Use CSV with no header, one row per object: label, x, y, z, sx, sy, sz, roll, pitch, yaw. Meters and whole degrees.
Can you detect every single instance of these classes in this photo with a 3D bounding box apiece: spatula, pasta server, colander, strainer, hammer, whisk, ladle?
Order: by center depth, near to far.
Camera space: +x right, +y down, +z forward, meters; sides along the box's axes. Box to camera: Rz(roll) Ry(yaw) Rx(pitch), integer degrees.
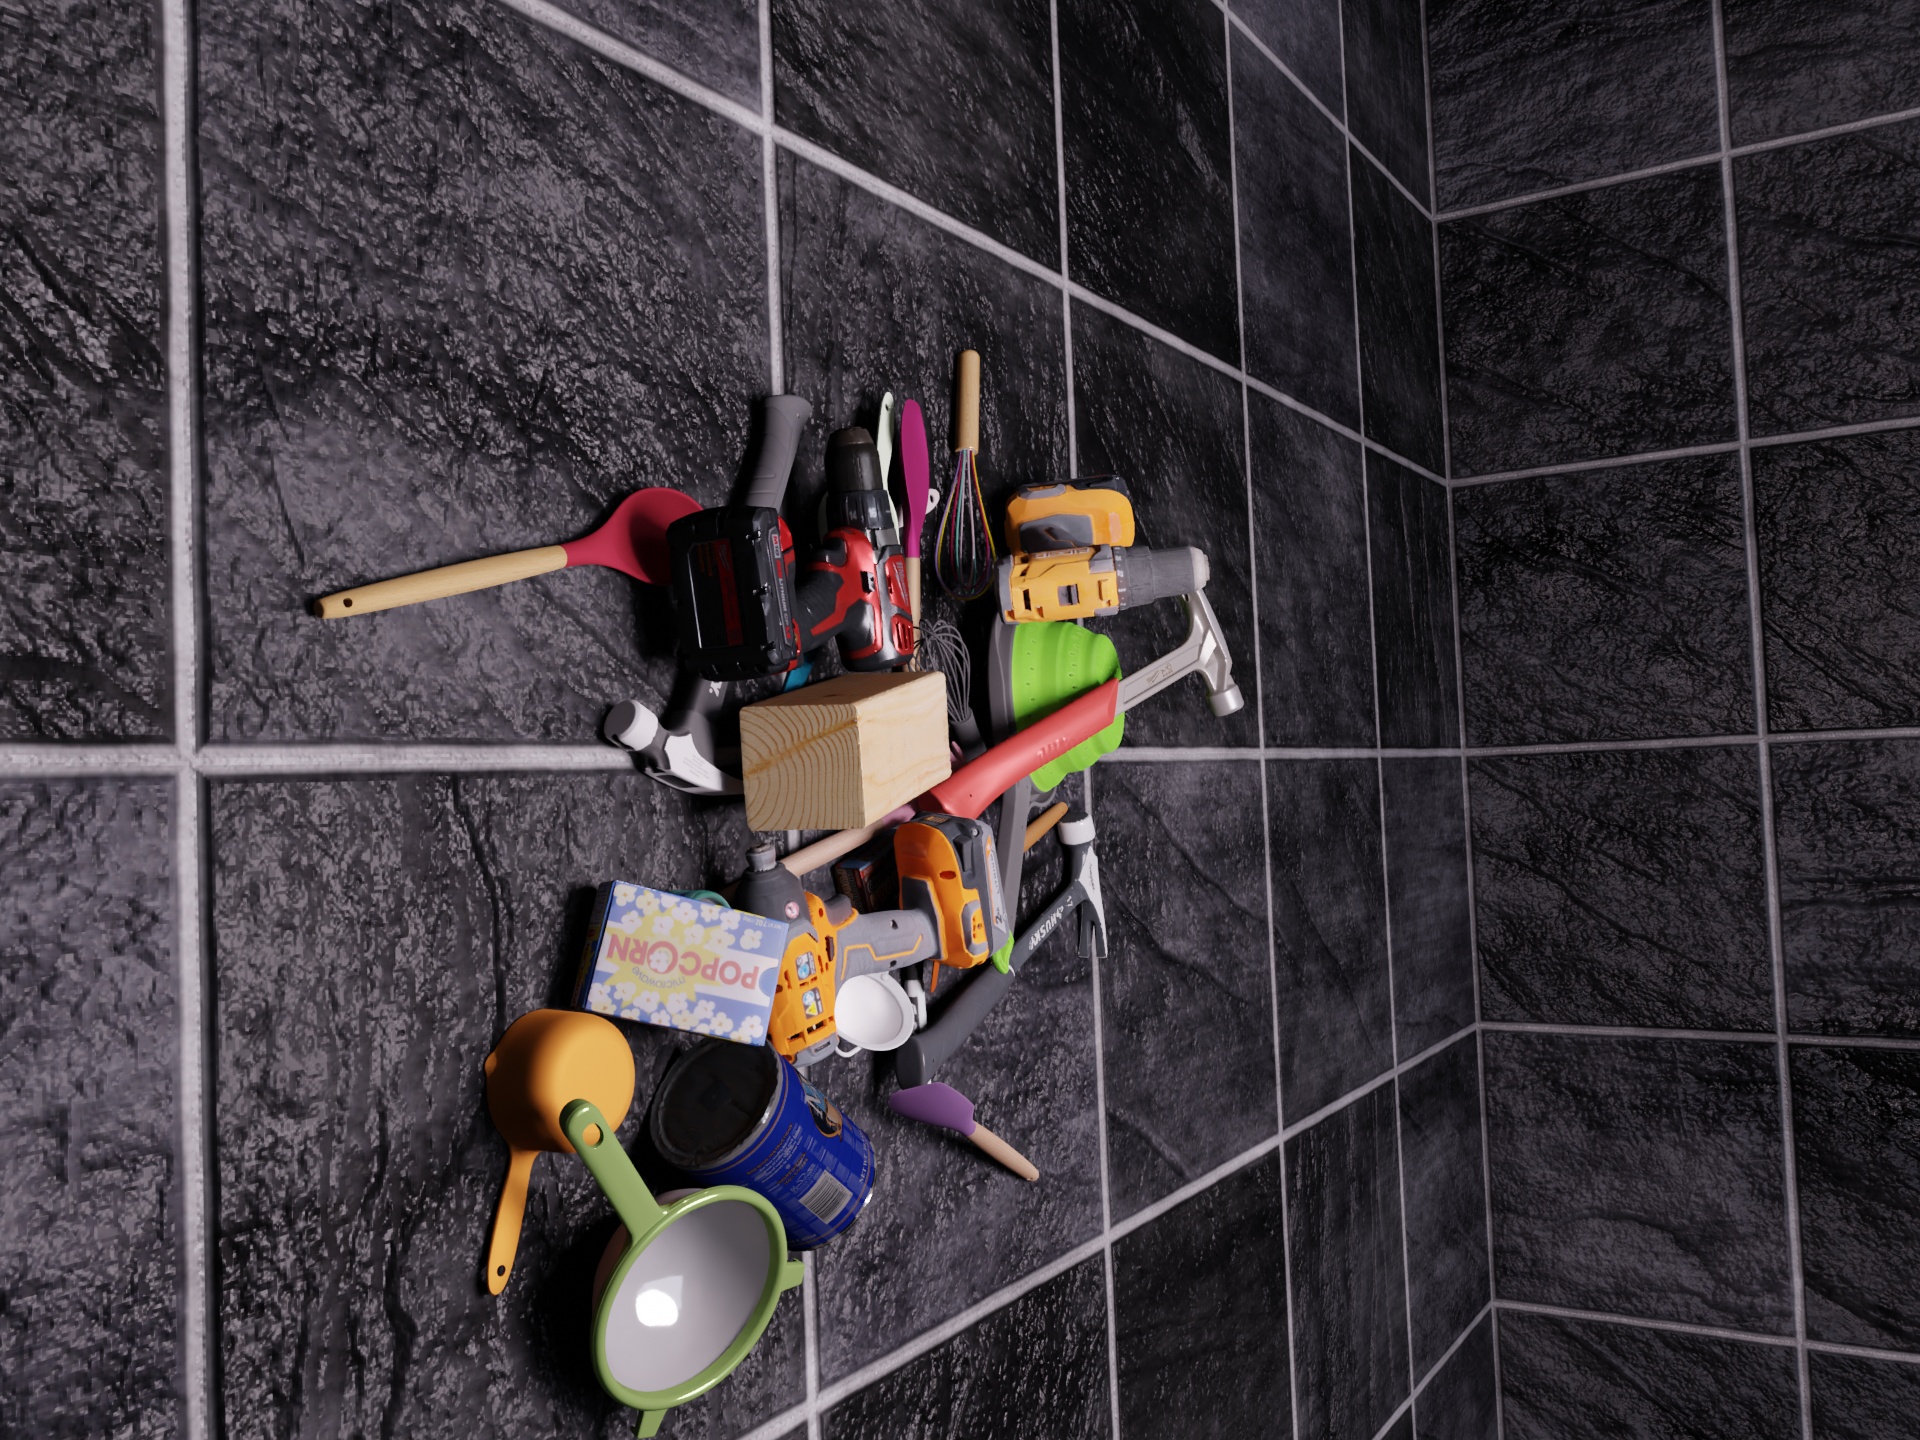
ladle,-0.273,-0.099,1.011,0.315,0.031,0.069,-24,98,-54
strainer,-0.206,0.323,1.013,0.151,0.069,0.256,-41,127,-29
hammer,-0.162,-0.102,1.181,0.146,0.035,0.335,42,52,-47
pasta server,-0.088,0.087,1.272,0.040,0.060,0.316,44,37,18
strainer,-0.058,0.191,1.309,0.087,0.050,0.259,30,42,-1
spatula,0.013,0.361,1.381,0.315,0.060,0.018,52,24,-55
whisk,-0.003,-0.004,1.387,0.238,0.055,0.055,71,32,-49
hammer,0.104,-0.011,1.388,0.359,0.037,0.149,-29,98,-33
colander,0.088,0.044,1.443,0.204,0.094,0.397,62,29,-50
hammer,0.046,0.225,1.457,0.409,0.036,0.149,-36,119,-57
whisk,0.009,-0.226,1.462,0.051,0.047,0.245,22,65,-54
spatula,0.036,0.141,1.464,0.322,0.041,0.081,-35,137,-56

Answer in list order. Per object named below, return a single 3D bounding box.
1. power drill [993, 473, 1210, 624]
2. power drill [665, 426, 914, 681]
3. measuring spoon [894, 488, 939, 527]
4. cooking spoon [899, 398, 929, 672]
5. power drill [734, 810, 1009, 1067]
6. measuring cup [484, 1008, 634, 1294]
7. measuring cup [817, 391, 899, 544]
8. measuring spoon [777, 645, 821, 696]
power drill,0.124,-0.156,1.447,0.226,0.185,0.084,-85,168,-65
power drill,-0.112,-0.121,1.160,0.226,0.080,0.188,-15,100,-61
measuring spoon,-0.045,-0.181,1.391,0.124,0.018,0.034,-41,121,-52
cooking spoon,-0.043,-0.114,1.363,0.068,0.017,0.319,-8,98,-73
power drill,-0.073,0.144,1.203,0.226,0.084,0.164,-22,108,-40
measuring cup,-0.251,0.264,0.978,0.095,0.052,0.174,38,54,-50
measuring cup,-0.082,-0.200,1.321,0.083,0.038,0.168,39,50,-50
measuring spoon,-0.122,-0.032,1.246,0.042,0.021,0.129,52,46,-42
